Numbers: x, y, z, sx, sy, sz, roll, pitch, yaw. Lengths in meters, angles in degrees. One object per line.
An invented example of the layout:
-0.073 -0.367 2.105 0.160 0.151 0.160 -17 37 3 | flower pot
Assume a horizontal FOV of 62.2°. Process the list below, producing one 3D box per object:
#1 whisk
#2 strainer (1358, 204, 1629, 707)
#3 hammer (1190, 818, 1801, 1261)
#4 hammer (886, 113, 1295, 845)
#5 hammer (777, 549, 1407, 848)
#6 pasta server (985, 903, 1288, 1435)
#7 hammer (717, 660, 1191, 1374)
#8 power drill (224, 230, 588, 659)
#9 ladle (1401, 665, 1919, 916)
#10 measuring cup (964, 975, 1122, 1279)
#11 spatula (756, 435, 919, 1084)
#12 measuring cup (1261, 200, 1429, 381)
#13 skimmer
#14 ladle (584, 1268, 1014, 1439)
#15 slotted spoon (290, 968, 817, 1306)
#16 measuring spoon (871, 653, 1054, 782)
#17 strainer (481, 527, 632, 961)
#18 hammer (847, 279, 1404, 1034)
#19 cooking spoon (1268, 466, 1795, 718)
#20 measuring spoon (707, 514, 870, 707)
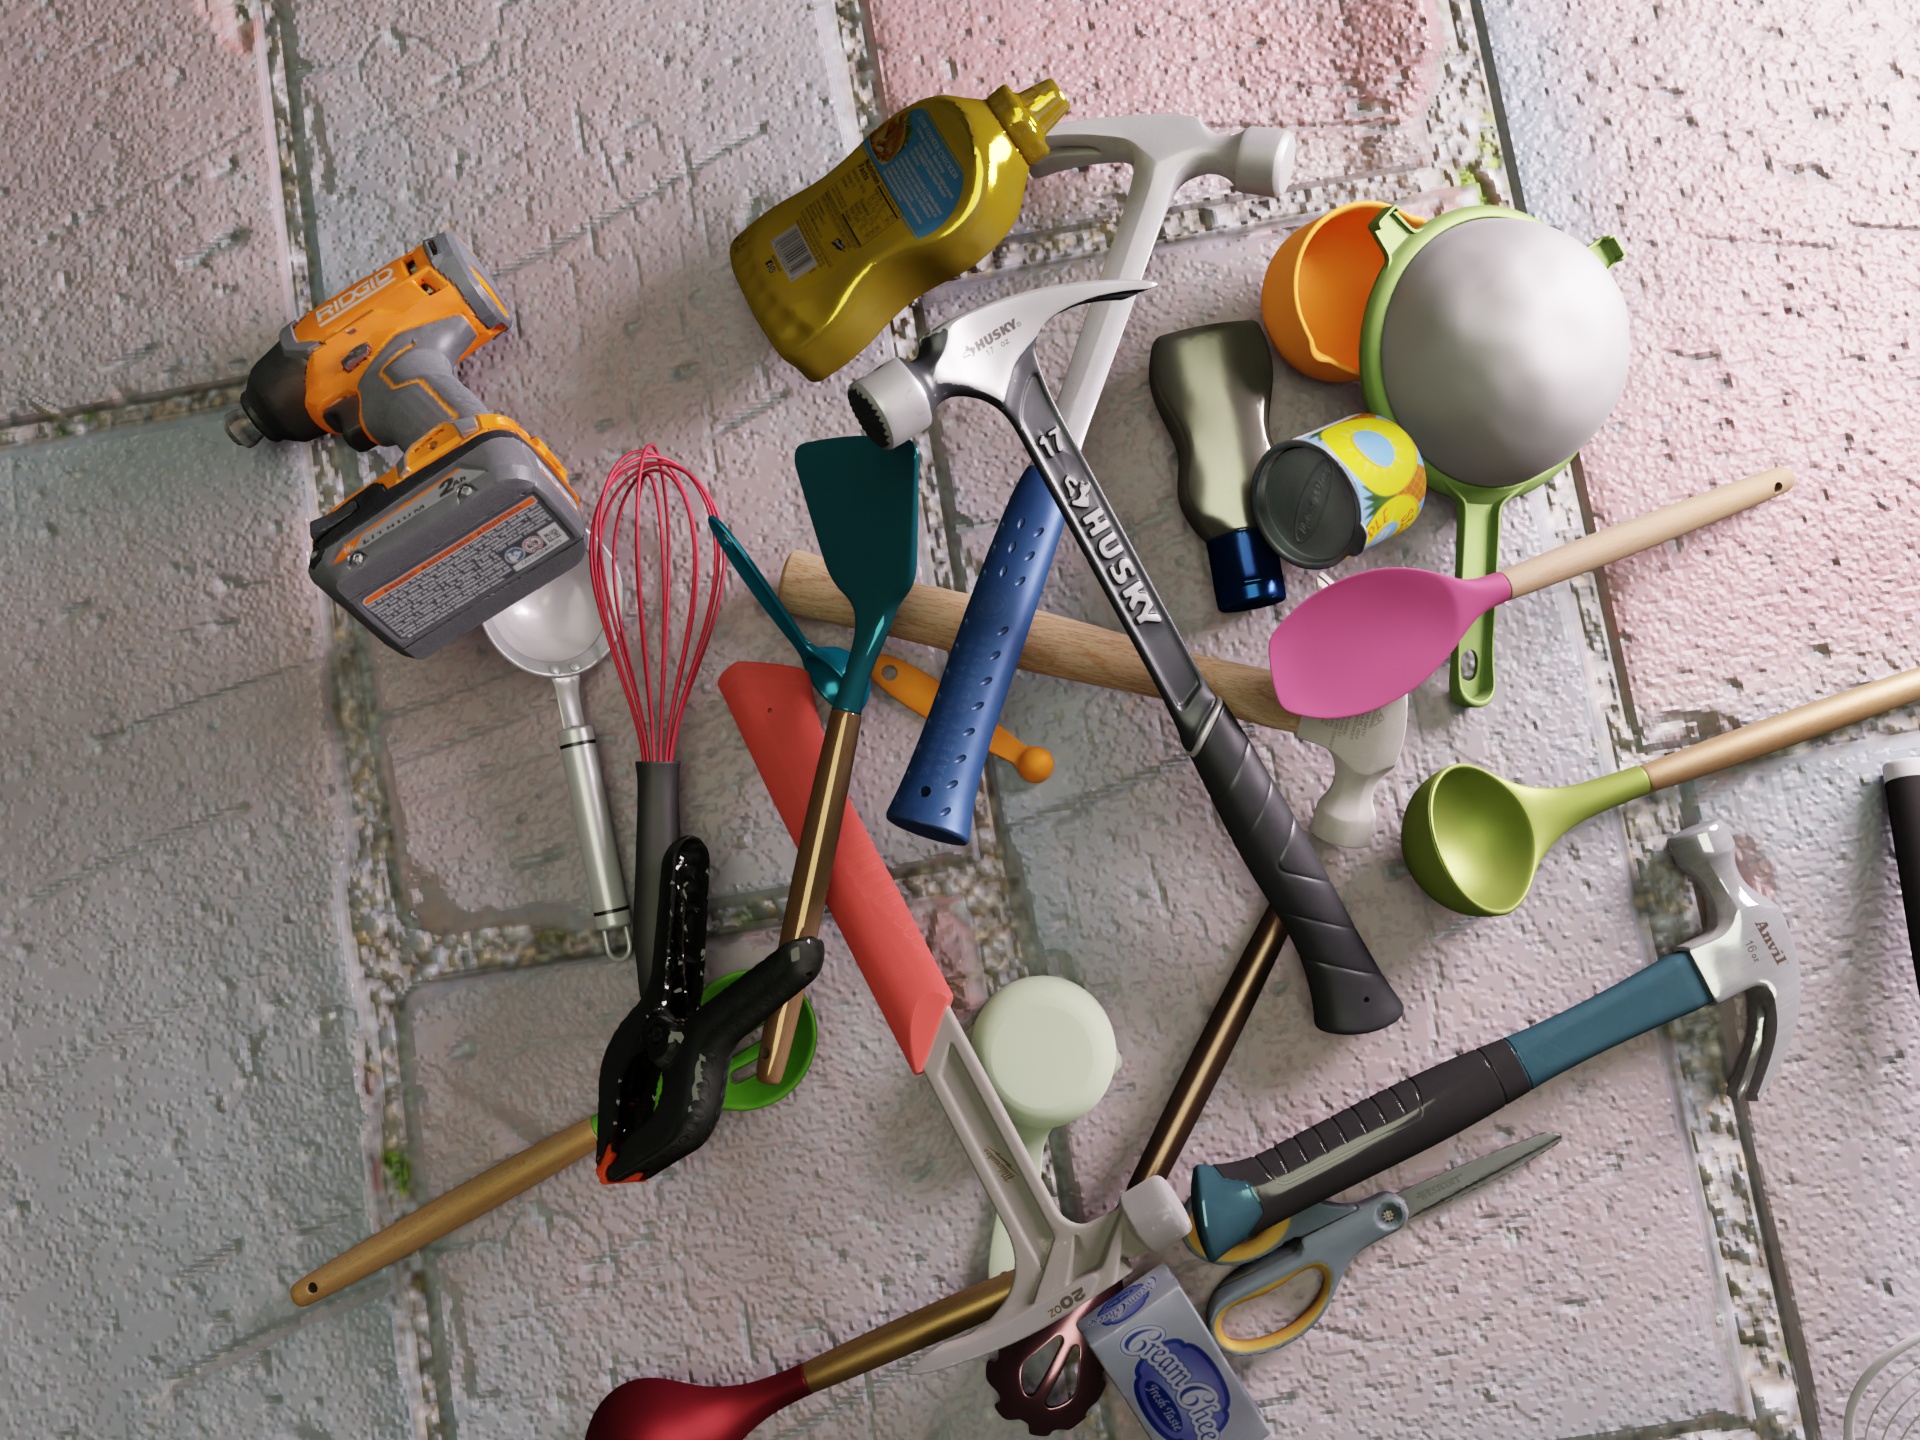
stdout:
-0.158 0.002 0.833 0.073 0.073 0.296 -1 89 4 | whisk
0.278 -0.133 0.796 0.151 0.069 0.256 1 94 -19 | strainer
0.261 0.175 0.785 0.331 0.033 0.128 -25 81 -4 | hammer
0.044 -0.134 0.802 0.144 0.035 0.406 15 75 20 | hammer
0.065 -0.037 0.821 0.331 0.031 0.130 15 109 10 | hammer
0.103 0.216 0.808 0.060 0.040 0.316 28 82 6 | pasta server
-0.038 0.129 0.794 0.149 0.036 0.359 -31 74 5 | hammer
-0.292 -0.141 0.814 0.164 0.084 0.227 -31 54 1 | power drill
0.373 0.020 0.798 0.320 0.062 0.078 -19 83 -1 | ladle
0.034 0.213 0.803 0.083 0.038 0.168 9 82 5 | measuring cup
-0.070 0.019 0.781 0.082 0.044 0.317 5 81 38 | spatula
0.231 -0.194 0.840 0.173 0.052 0.095 41 82 -17 | measuring cup
0.482 0.203 0.782 0.127 0.090 0.363 -2 73 7 | skimmer
-0.051 0.316 0.787 0.315 0.031 0.069 -26 79 6 | ladle
-0.211 0.223 0.826 0.314 0.031 0.070 -30 82 2 | slotted spoon
-0.001 -0.003 0.845 0.117 0.011 0.021 32 86 7 | measuring spoon
-0.208 0.002 0.844 0.087 0.050 0.258 -10 87 -41 | strainer
0.110 -0.017 0.760 0.149 0.036 0.408 -34 104 -14 | hammer
0.288 -0.074 0.787 0.319 0.017 0.068 -20 109 -16 | cooking spoon
-0.086 -0.058 0.829 0.021 0.042 0.128 -41 104 -23 | measuring spoon
